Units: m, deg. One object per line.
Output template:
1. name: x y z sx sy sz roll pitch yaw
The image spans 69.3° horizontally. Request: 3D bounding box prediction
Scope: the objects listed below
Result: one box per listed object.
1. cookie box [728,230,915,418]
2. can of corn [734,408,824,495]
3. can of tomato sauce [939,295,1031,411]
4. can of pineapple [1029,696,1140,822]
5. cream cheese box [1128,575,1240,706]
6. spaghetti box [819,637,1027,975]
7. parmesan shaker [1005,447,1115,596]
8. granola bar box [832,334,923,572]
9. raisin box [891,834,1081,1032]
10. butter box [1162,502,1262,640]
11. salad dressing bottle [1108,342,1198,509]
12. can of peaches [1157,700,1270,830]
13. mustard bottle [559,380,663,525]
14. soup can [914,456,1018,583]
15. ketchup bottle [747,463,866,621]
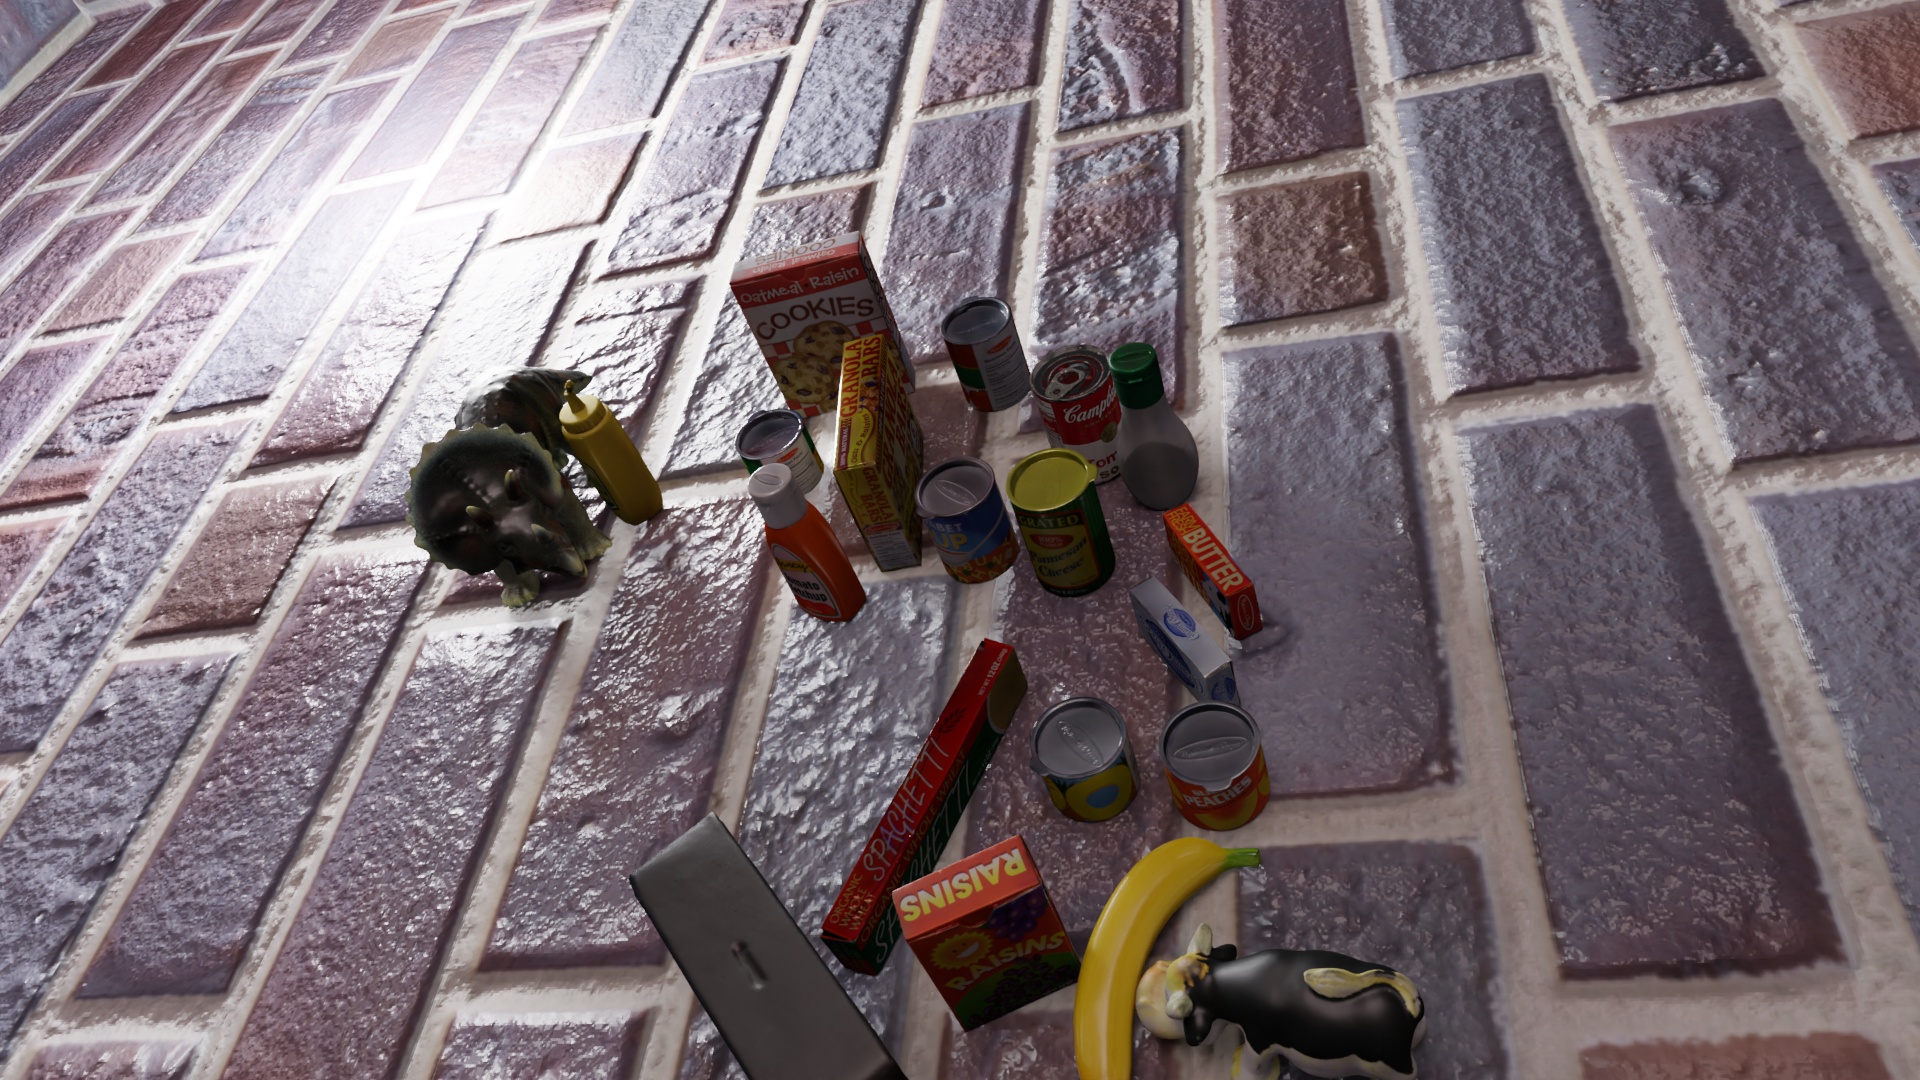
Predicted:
1. cookie box: -0.125 -0.196 1.289 0.123 0.166 0.040 -12 44 10
2. can of corn: -0.165 -0.079 1.269 0.071 0.058 0.071 -11 45 11
3. can of tomato sauce: 0.024 -0.170 1.267 0.071 0.082 0.071 -11 45 11
4. can of pineapple: 0.084 0.150 0.948 0.071 0.057 0.071 -11 45 11
5. cream cheese box: 0.160 0.076 0.994 0.024 0.053 0.104 -29 44 -8
6. spaghetti box: -0.020 0.180 0.965 0.029 0.050 0.251 10 52 29
7. parmesan shaker: 0.082 -0.013 1.076 0.071 0.102 0.072 -11 45 11
8. granola bar box: -0.068 -0.075 1.179 0.039 0.123 0.166 -11 44 11
9. raisin box: 0.019 0.239 0.838 0.086 0.122 0.040 -23 44 -1
10. butter box: 0.187 0.022 1.037 0.024 0.053 0.104 -26 44 -4
11. salad dressing bottle: 0.149 -0.089 1.092 0.064 0.147 0.044 -9 45 13
12. can of peaches: 0.168 0.151 0.915 0.071 0.057 0.071 -11 45 11
13. mustard bottle: -0.325 -0.084 1.262 0.049 0.159 0.065 -40 46 -18
14. soup can: 0.004 -0.014 1.121 0.071 0.083 0.072 -11 45 11
15. ketchup bottle: -0.126 0.002 1.109 0.065 0.148 0.044 16 55 33
